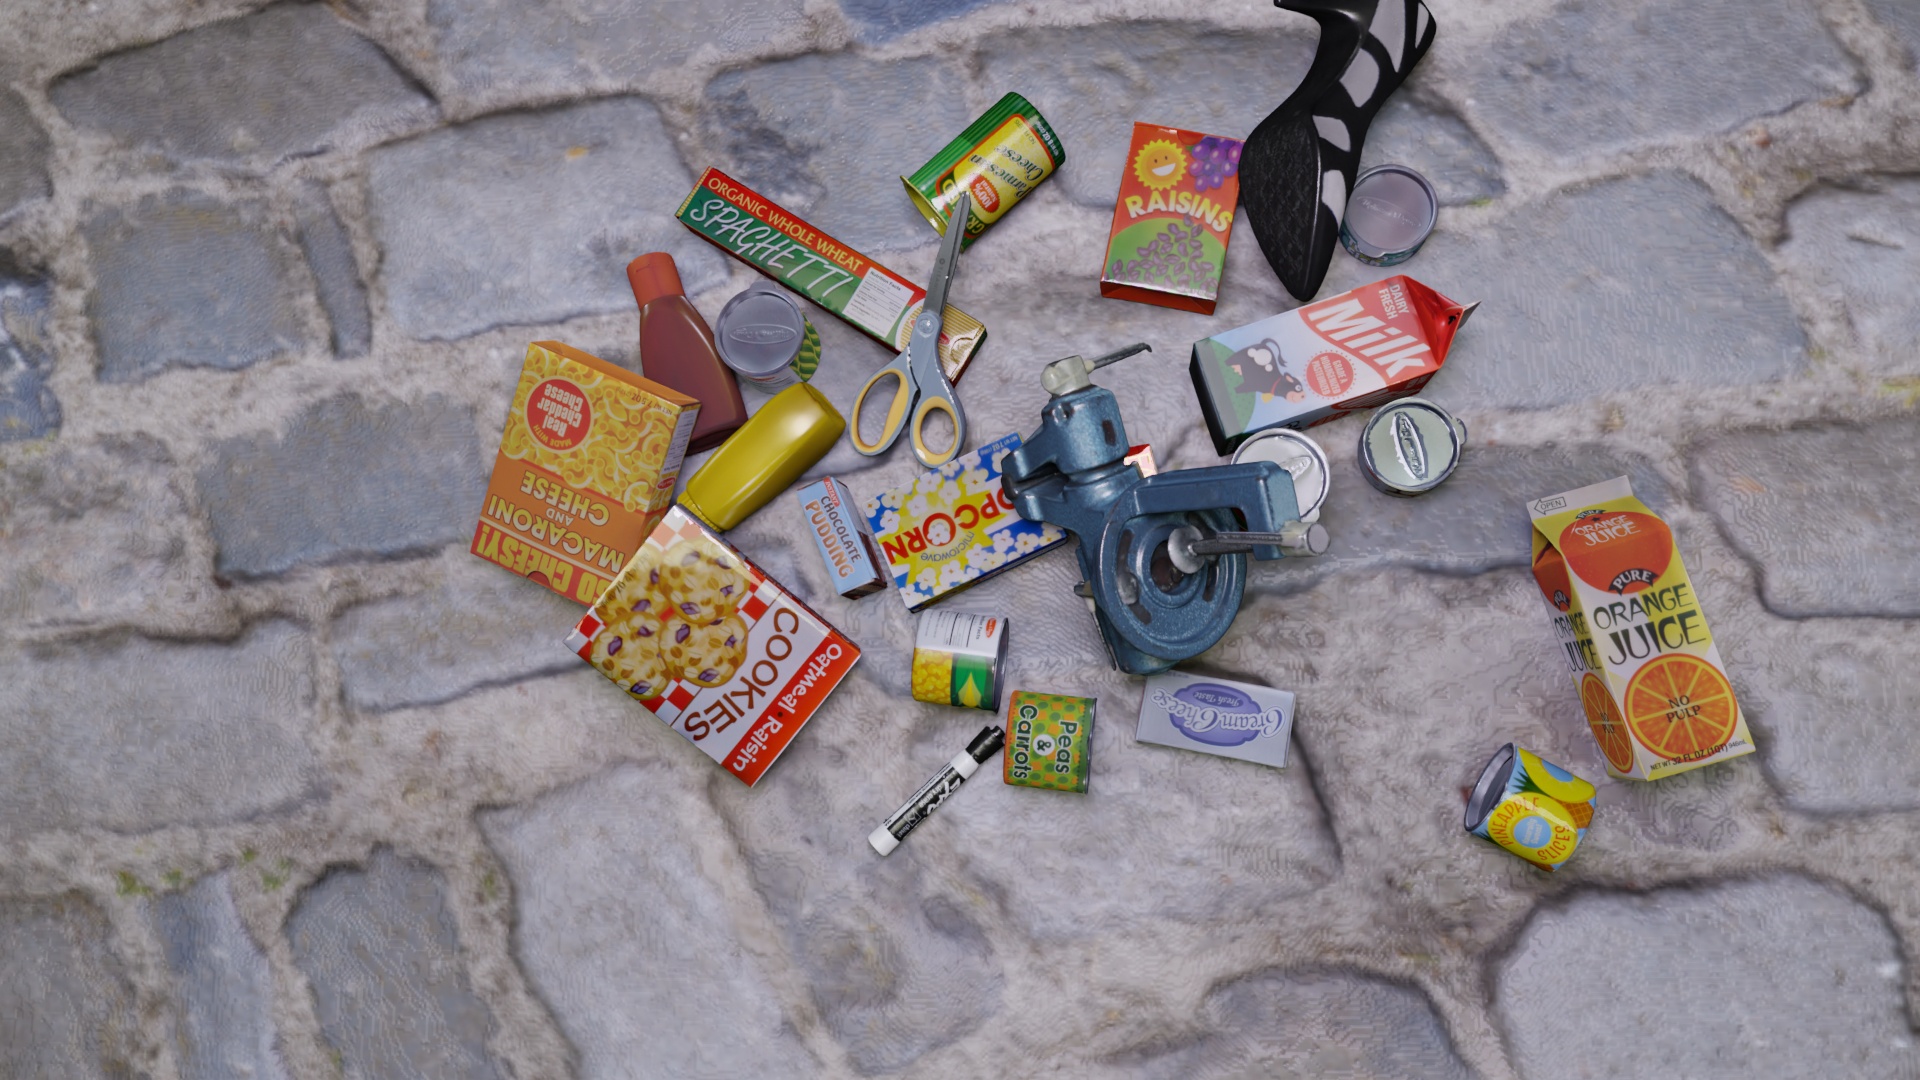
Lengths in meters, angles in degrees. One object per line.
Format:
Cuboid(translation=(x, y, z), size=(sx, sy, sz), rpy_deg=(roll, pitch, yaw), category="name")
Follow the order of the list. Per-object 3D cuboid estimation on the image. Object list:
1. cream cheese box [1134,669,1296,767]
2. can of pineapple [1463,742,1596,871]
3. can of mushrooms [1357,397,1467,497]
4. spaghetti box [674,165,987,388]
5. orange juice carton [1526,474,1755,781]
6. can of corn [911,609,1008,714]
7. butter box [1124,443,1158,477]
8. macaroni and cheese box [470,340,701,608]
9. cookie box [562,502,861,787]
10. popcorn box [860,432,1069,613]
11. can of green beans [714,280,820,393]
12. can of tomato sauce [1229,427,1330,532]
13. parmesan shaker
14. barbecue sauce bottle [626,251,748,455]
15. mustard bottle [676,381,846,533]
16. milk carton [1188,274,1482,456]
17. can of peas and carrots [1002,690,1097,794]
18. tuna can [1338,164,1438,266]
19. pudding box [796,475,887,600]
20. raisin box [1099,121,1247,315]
Cuboid(translation=(0.176, 0.122, 0.962), size=(0.104, 0.024, 0.053), rpy_deg=(10, 84, 8), category="cream cheese box")
Cuboid(translation=(0.373, 0.176, 0.911), size=(0.058, 0.071, 0.071), rpy_deg=(27, 86, 9), category="can of pineapple")
Cuboid(translation=(0.315, -0.065, 0.969), size=(0.071, 0.033, 0.071), rpy_deg=(-1, 81, 7), category="can of mushrooms")
Cuboid(translation=(-0.097, -0.198, 1.035), size=(0.250, 0.028, 0.050), rpy_deg=(32, 87, 9), category="spaghetti box")
Cuboid(translation=(0.441, 0.056, 0.918), size=(0.072, 0.073, 0.193), rpy_deg=(-17, 80, 4), category="orange juice carton")
Cuboid(translation=(0.000, 0.085, 0.967), size=(0.058, 0.071, 0.071), rpy_deg=(7, 83, 8), category="can of corn")
Cuboid(translation=(0.121, -0.014, 0.988), size=(0.053, 0.024, 0.103), rpy_deg=(-12, 81, 4), category="butter box")
Cuboid(translation=(-0.273, -0.045, 1.002), size=(0.124, 0.040, 0.166), rpy_deg=(23, 104, 9), category="macaroni and cheese box")
Cuboid(translation=(-0.172, 0.074, 0.977), size=(0.167, 0.040, 0.123), rpy_deg=(39, 89, -7), category="cookie box")
Cuboid(translation=(0.004, -0.012, 0.993), size=(0.127, 0.038, 0.085), rpy_deg=(-25, 81, 2), category="popcorn box")
Cuboid(translation=(-0.140, -0.145, 1.018), size=(0.071, 0.058, 0.071), rpy_deg=(-1, 82, 6), category="can of green beans")
Cuboid(translation=(0.215, -0.035, 0.951), size=(0.071, 0.083, 0.071), rpy_deg=(-1, 82, 6), category="can of tomato sauce")
Cuboid(translation=(0.017, -0.271, 1.012), size=(0.103, 0.071, 0.071), rpy_deg=(-41, 80, 0), category="parmesan shaker")
Cuboid(translation=(-0.209, -0.141, 1.032), size=(0.065, 0.043, 0.148), rpy_deg=(-22, 80, 9), category="barbecue sauce bottle")
Cuboid(translation=(-0.157, -0.048, 1.005), size=(0.160, 0.065, 0.049), rpy_deg=(-40, 78, 5), category="mustard bottle")
Cuboid(translation=(0.261, -0.126, 0.964), size=(0.190, 0.072, 0.073), rpy_deg=(-18, 81, 3), category="milk carton")
Cuboid(translation=(0.061, 0.138, 0.949), size=(0.059, 0.071, 0.071), rpy_deg=(5, 83, 8), category="can of peas and carrots")
Cuboid(translation=(0.304, -0.230, 0.994), size=(0.071, 0.033, 0.071), rpy_deg=(-1, 82, 6), category="tuna can")
Cuboid(translation=(-0.084, -0.001, 0.995), size=(0.030, 0.049, 0.084), rpy_deg=(-24, 80, 4), category="pudding box")
Cuboid(translation=(0.155, -0.234, 1.008), size=(0.086, 0.040, 0.123), rpy_deg=(12, 83, 9), category="raisin box")
